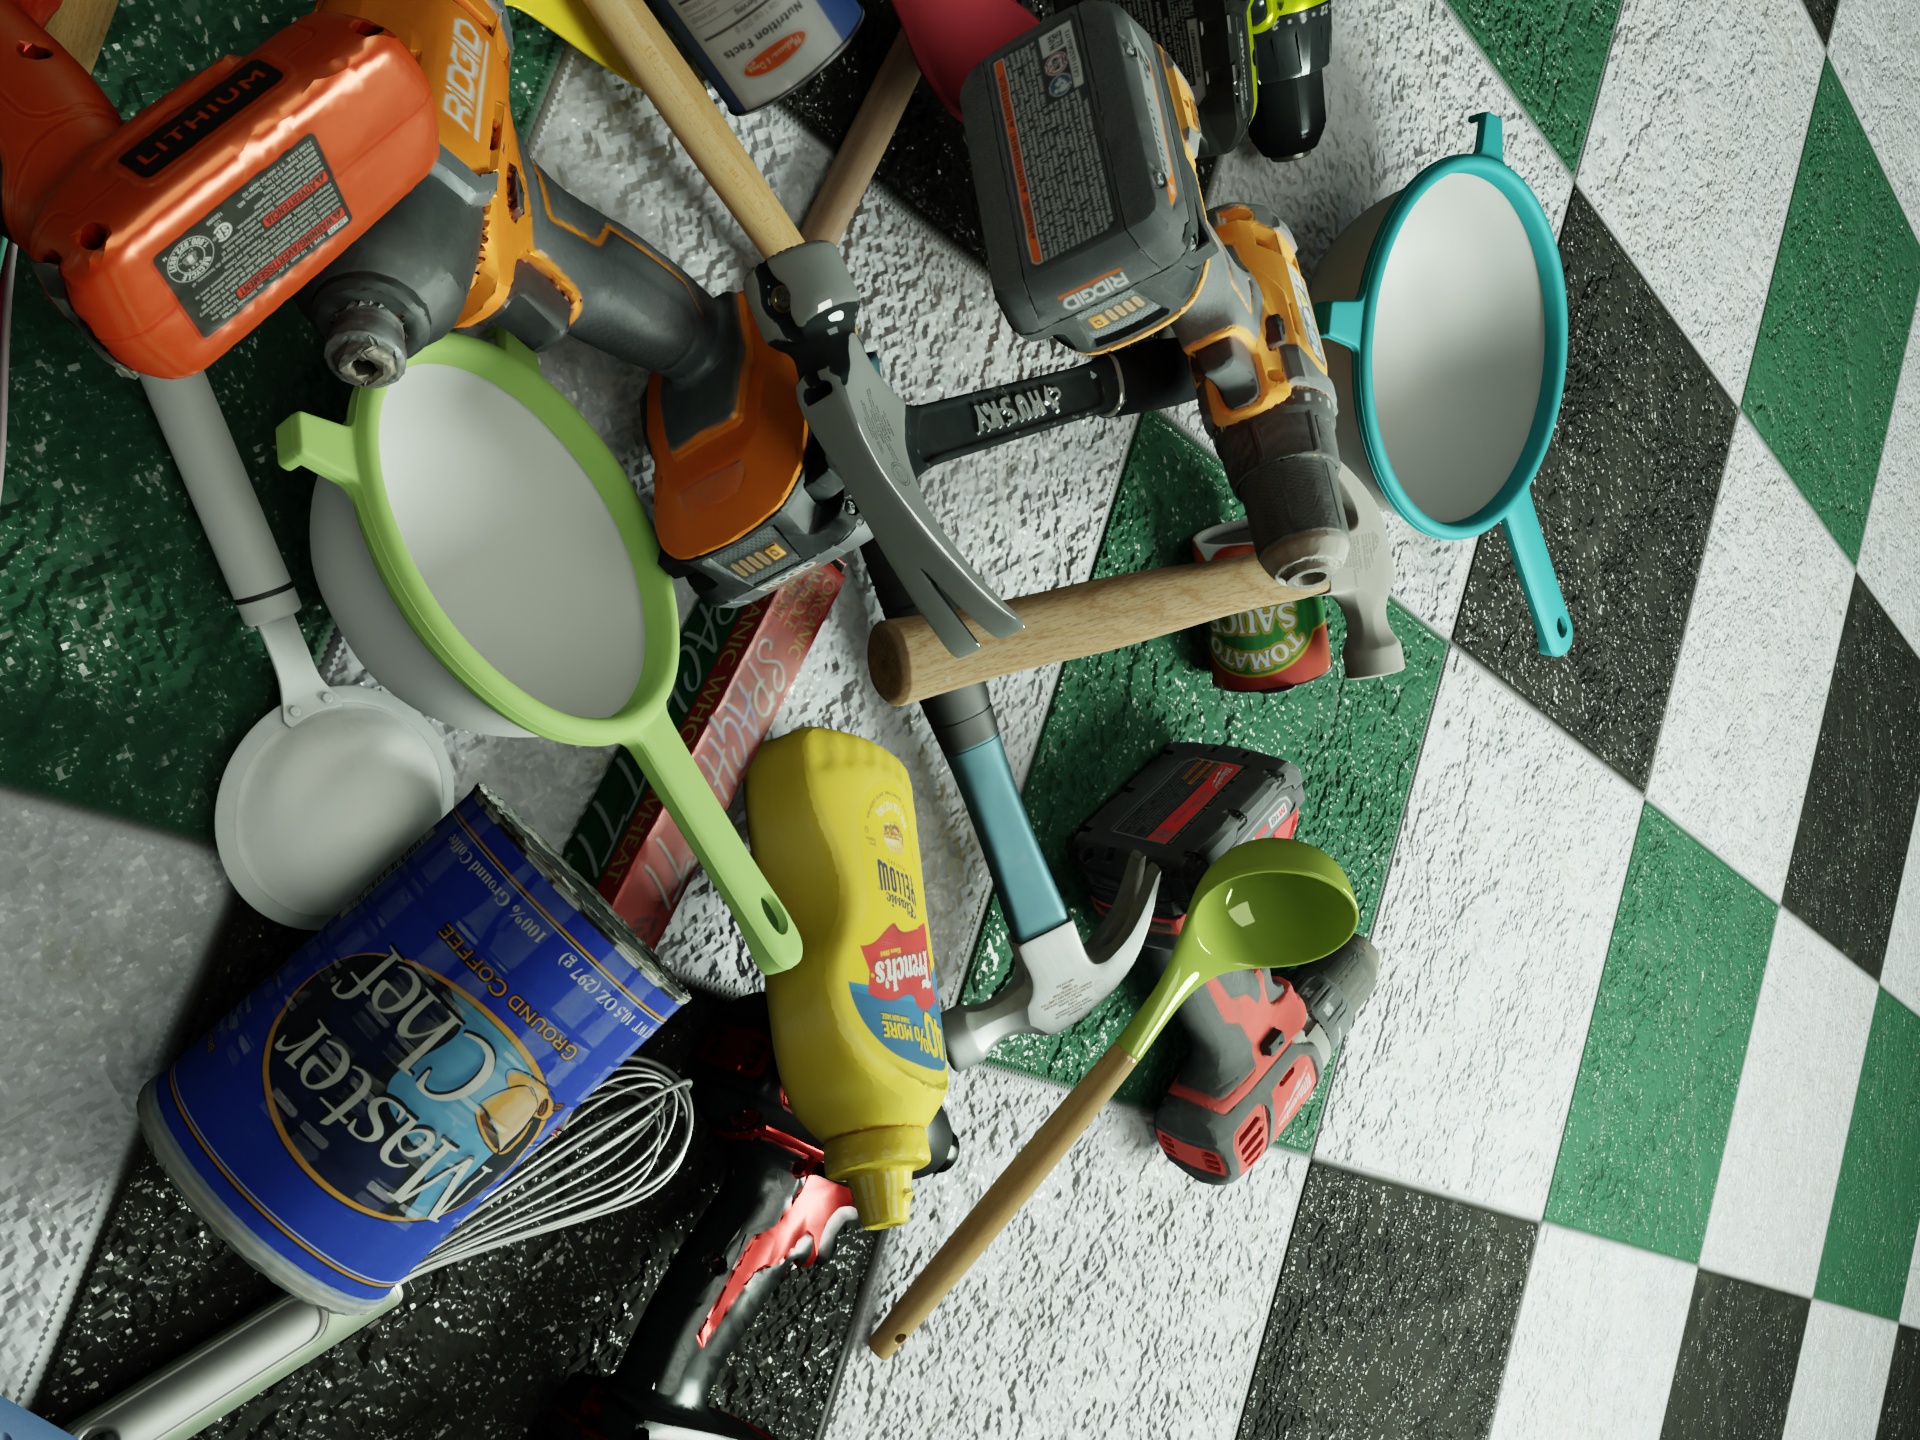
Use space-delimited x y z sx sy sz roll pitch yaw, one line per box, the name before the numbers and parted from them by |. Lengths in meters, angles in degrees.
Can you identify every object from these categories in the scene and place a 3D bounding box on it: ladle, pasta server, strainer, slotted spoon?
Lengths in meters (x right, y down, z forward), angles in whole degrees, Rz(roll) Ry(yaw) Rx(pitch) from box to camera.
ladle | 0.068 0.184 0.754 0.078 0.062 0.320 41 88 -31
pasta server | -0.017 -0.294 0.689 0.060 0.040 0.316 32 74 -33
strainer | 0.286 -0.168 0.955 0.211 0.095 0.340 -51 128 -23
slotted spoon | -0.123 -0.252 0.567 0.070 0.031 0.313 -55 133 -18
ladle | -0.070 -0.340 0.616 0.315 0.031 0.069 38 63 -30
strainer | -0.144 -0.008 0.560 0.256 0.069 0.151 61 22 -17
strainer | -0.226 -0.030 0.525 0.087 0.050 0.258 -32 113 -41

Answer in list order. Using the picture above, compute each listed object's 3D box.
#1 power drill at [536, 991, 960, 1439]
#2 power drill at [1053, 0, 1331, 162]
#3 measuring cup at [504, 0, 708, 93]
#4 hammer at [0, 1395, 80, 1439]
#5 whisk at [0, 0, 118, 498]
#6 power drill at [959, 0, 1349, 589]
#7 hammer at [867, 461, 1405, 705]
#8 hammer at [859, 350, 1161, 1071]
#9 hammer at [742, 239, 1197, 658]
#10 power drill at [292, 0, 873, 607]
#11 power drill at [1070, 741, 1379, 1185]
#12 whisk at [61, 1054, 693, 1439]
power drill | -0.080 0.239 0.675 0.143 0.078 0.220 37 67 -39
power drill | 0.126 -0.347 0.762 0.228 0.080 0.190 -51 135 -48
measuring cup | -0.155 -0.255 0.576 0.156 0.029 0.062 11 82 -54
hammer | -0.317 0.187 0.442 0.144 0.035 0.405 -53 121 -25
whisk | -0.284 -0.136 0.460 0.047 0.051 0.245 35 66 -62
power drill | 0.097 -0.164 0.667 0.226 0.084 0.185 22 54 -55
hammer | 0.094 -0.058 0.743 0.331 0.031 0.130 -14 96 -38
hammer | -0.001 -0.002 0.725 0.128 0.033 0.330 -24 109 -10
hammer | 0.060 -0.141 0.698 0.409 0.036 0.149 -30 96 -57
power drill | -0.123 -0.129 0.533 0.226 0.084 0.164 36 39 -45
power drill | 0.162 0.123 0.888 0.188 0.080 0.226 -39 123 -33
whisk | -0.200 0.194 0.574 0.246 0.059 0.058 -28 76 -33
